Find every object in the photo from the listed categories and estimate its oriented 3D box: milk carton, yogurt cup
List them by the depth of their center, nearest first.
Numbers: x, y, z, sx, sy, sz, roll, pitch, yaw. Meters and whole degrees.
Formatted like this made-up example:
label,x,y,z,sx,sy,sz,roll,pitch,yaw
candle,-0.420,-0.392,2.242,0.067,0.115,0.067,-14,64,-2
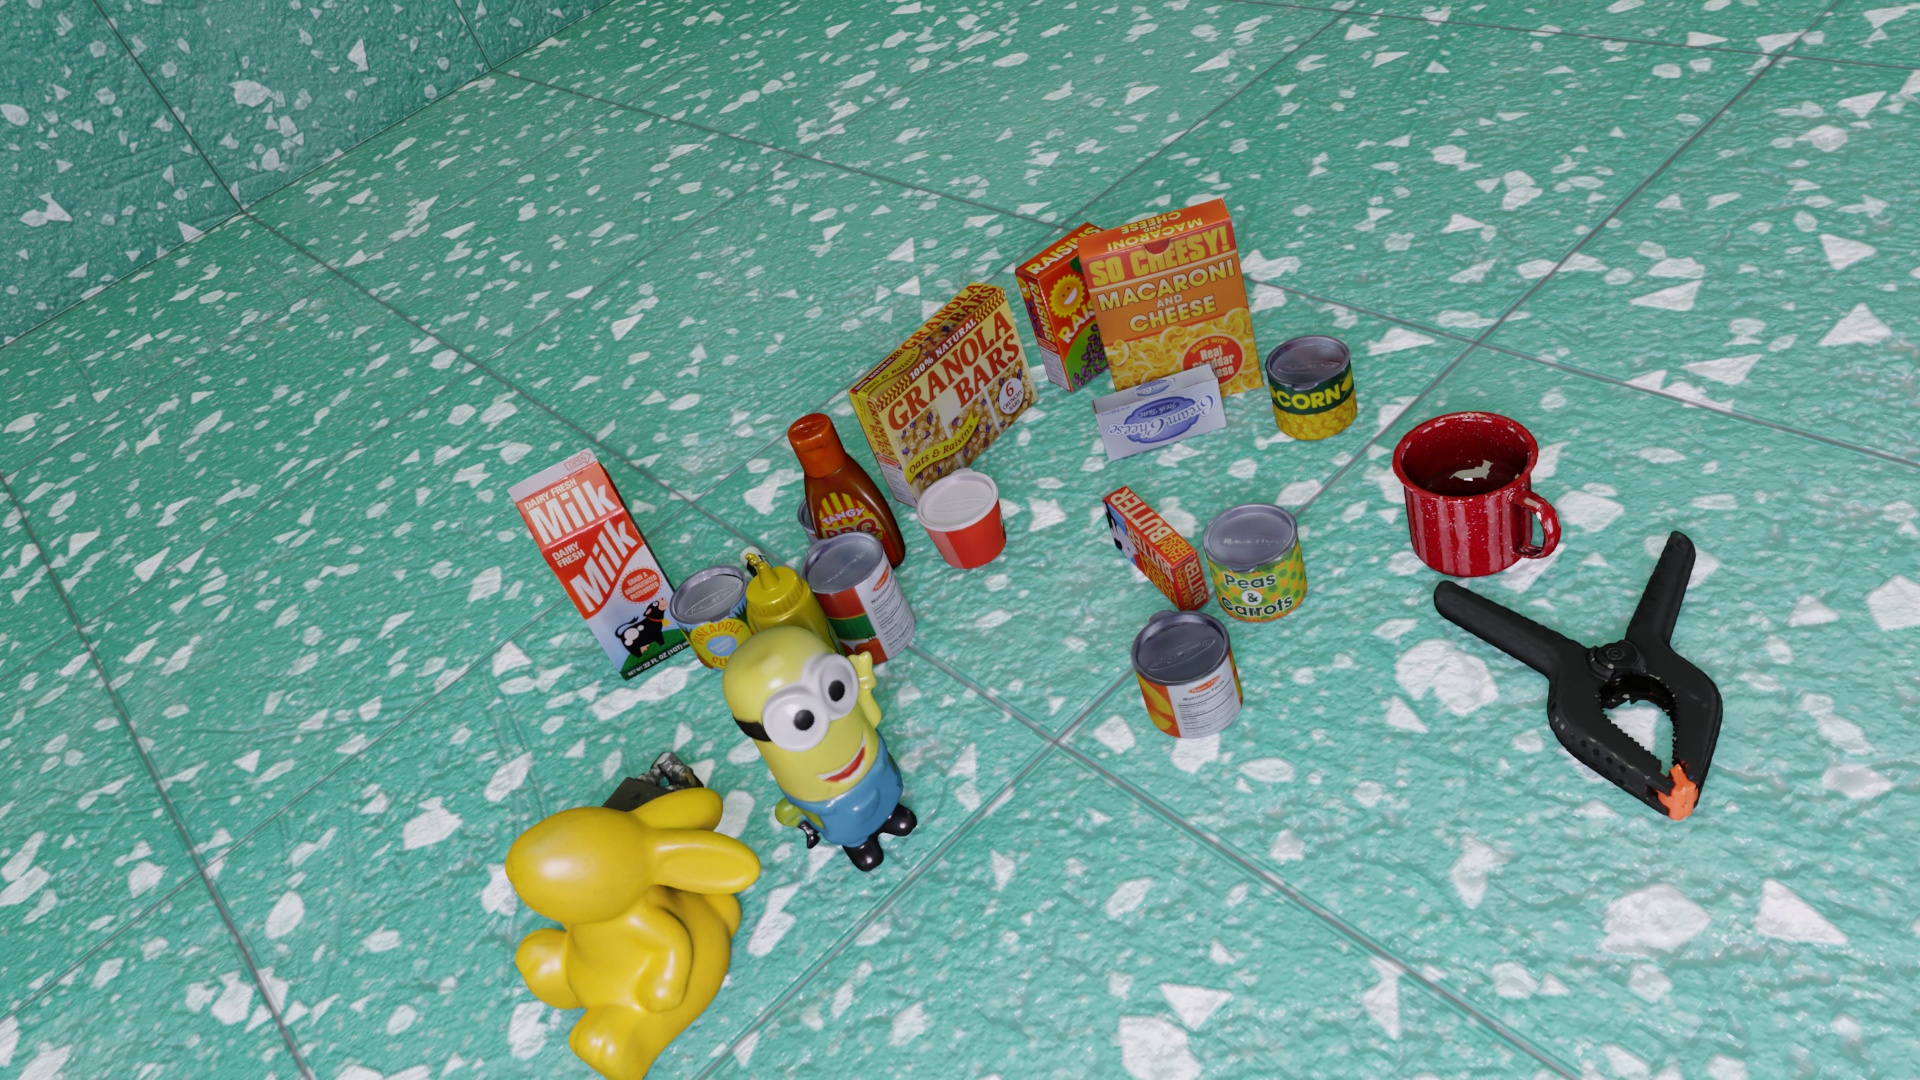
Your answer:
label,x,y,z,sx,sy,sz,roll,pitch,yaw
milk carton,-0.285,0.014,1.110,0.072,0.189,0.074,-30,39,-9
yogurt cup,0.004,-0.014,1.118,0.072,0.053,0.073,-13,40,11

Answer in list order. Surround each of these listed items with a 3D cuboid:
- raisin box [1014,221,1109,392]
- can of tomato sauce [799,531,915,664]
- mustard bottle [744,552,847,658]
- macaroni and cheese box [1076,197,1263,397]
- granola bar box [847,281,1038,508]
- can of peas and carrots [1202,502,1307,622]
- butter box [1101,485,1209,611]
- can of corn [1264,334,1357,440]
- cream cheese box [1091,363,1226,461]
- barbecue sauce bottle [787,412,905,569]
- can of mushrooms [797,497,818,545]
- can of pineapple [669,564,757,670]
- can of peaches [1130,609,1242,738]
label,x,y,z,sx,sy,sz,roll,pitch,yaw
raisin box,0.106,-0.208,1.240,0.086,0.122,0.040,-35,41,-16
can of tomato sauce,-0.079,0.045,1.065,0.071,0.082,0.071,-13,40,11
mustard bottle,-0.117,0.067,0.995,0.049,0.159,0.065,-26,39,-5
macaroni and cheese box,0.176,-0.187,1.150,0.124,0.165,0.040,-15,39,9
granola bar box,-0.012,-0.126,1.199,0.039,0.123,0.166,21,55,40
can of peas and carrots,0.209,0.018,0.984,0.071,0.058,0.071,-13,40,11
butter box,0.144,0.006,1.031,0.024,0.053,0.104,-29,39,-9
can of corn,0.281,-0.120,1.111,0.071,0.058,0.071,-13,40,11
cream cheese box,0.165,-0.106,1.151,0.104,0.053,0.024,-17,39,6
barbecue sauce bottle,-0.095,-0.035,1.112,0.065,0.148,0.044,-16,39,7
can of mushrooms,-0.102,-0.022,1.191,0.071,0.033,0.071,-13,40,11
can of pineapple,-0.192,0.063,1.115,0.071,0.057,0.071,-13,40,11
can of peaches,0.151,0.089,0.929,0.071,0.057,0.071,-13,40,11
